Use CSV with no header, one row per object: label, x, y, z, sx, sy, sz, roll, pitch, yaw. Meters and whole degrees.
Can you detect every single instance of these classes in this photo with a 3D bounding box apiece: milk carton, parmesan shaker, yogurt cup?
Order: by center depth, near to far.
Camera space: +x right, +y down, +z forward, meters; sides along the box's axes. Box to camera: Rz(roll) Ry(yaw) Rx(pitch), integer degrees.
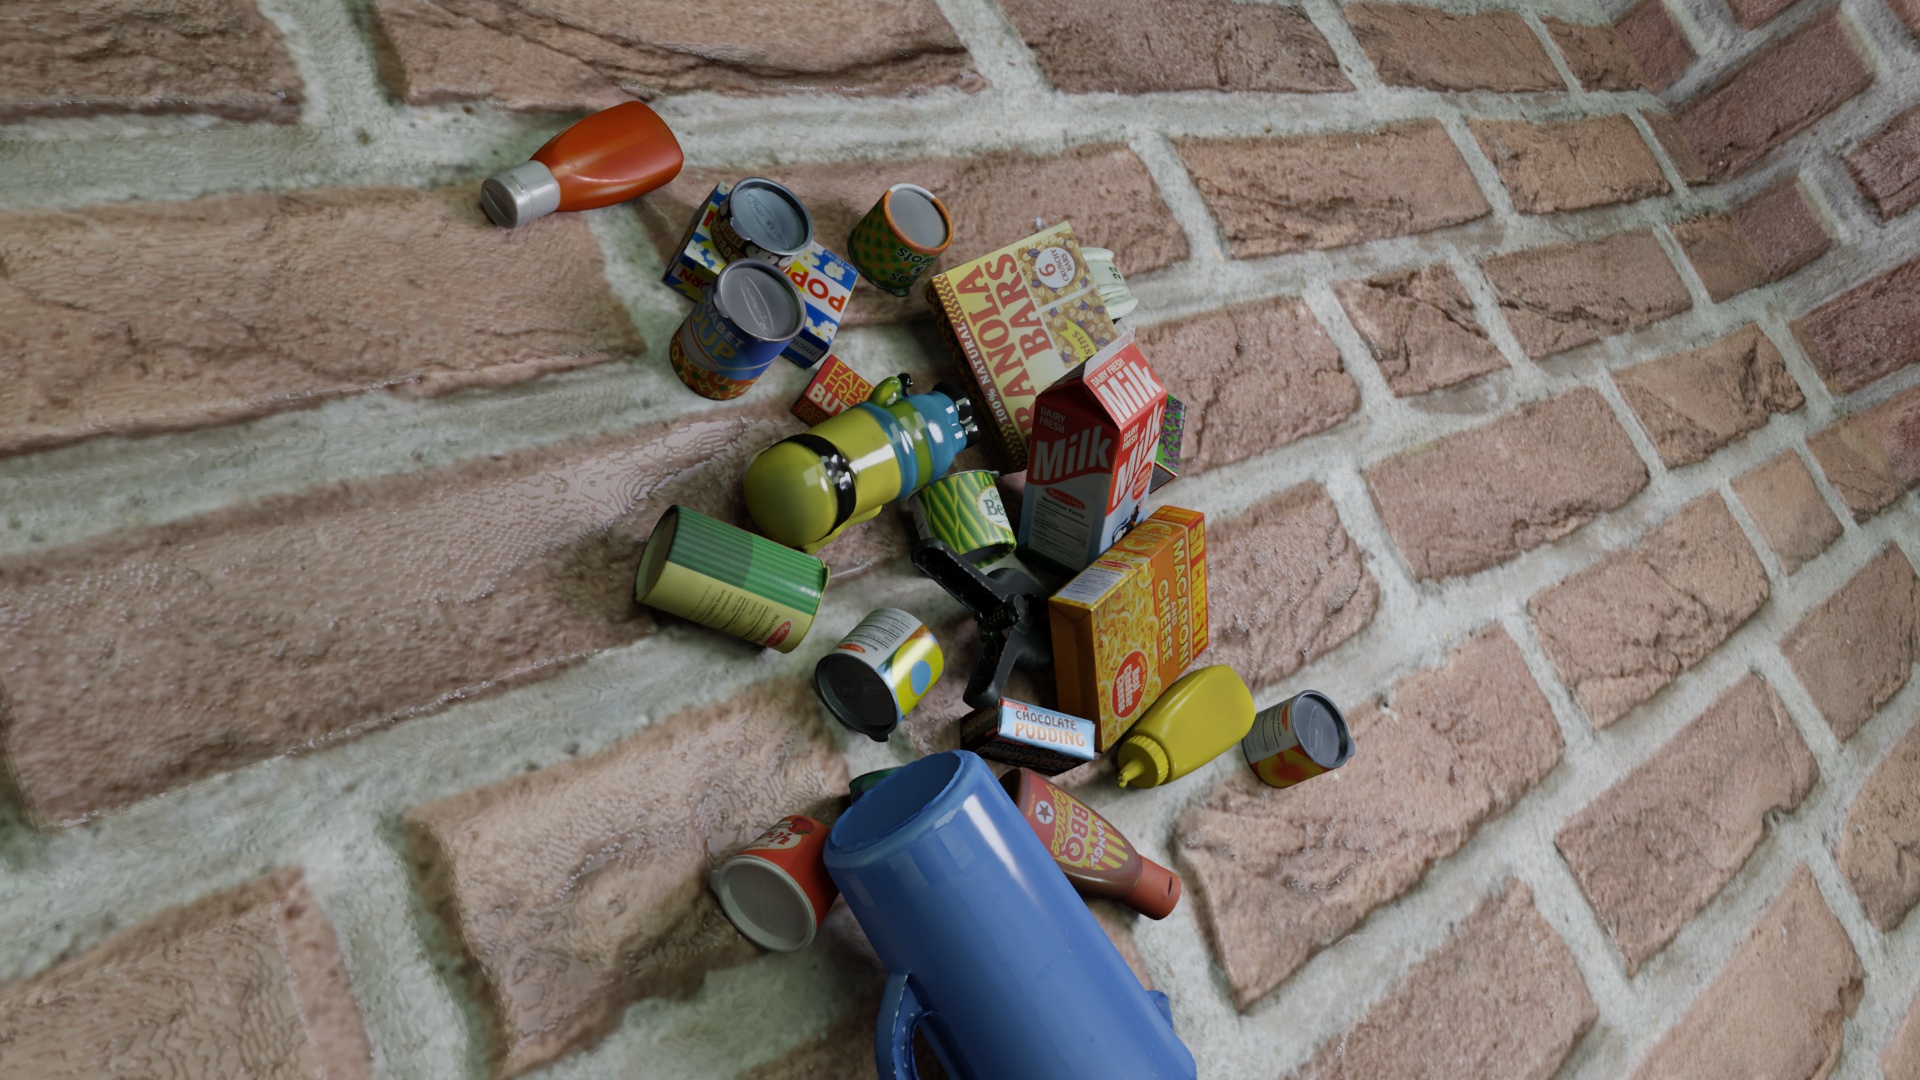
yogurt cup,-0.102,0.200,0.820,0.072,0.072,0.054,50,39,-3
parmesan shaker,-0.145,0.023,0.882,0.103,0.071,0.071,23,53,-25
milk carton,0.098,-0.064,1.030,0.073,0.189,0.073,26,42,24

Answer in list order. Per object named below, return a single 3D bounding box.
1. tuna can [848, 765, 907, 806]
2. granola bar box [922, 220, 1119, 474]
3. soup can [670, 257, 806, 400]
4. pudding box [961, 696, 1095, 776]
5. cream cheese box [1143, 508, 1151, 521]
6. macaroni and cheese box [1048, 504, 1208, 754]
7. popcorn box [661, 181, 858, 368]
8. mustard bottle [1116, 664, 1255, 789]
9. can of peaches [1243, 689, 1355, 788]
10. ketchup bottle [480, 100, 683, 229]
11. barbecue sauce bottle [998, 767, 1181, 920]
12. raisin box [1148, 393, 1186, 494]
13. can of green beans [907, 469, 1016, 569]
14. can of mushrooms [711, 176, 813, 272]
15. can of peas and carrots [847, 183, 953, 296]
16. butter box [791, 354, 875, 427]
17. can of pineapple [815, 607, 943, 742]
tuna can,-0.035,0.166,0.883,0.071,0.070,0.033,7,63,-34
granola bar box,0.060,-0.152,1.102,0.124,0.039,0.165,-25,94,-13
soup can,-0.157,-0.145,0.960,0.071,0.083,0.071,18,55,-28
pudding box,0.048,0.138,0.976,0.084,0.049,0.030,19,57,-28
cream cheese box,0.137,0.021,1.128,0.053,0.024,0.104,49,47,-3
macaroni and cheese box,0.130,0.062,1.044,0.167,0.040,0.123,-36,128,-44
popcorn box,-0.145,-0.196,1.029,0.126,0.038,0.085,31,51,-20
mustard bottle,0.162,0.149,1.057,0.161,0.048,0.065,-26,85,-42
can of peaches,0.274,0.163,1.127,0.071,0.057,0.071,19,55,-29
ketchup bottle,-0.265,-0.260,0.972,0.064,0.043,0.149,50,47,-1
barbecue sauce bottle,0.086,0.217,0.964,0.148,0.043,0.065,32,48,-19
raisin box,0.131,-0.108,1.187,0.123,0.040,0.086,30,52,-22
can of green beans,0.001,-0.012,1.015,0.071,0.071,0.058,-6,70,-39
can of mushrooms,-0.144,-0.223,0.995,0.071,0.033,0.071,18,55,-29
can of peas and carrots,-0.047,-0.241,1.116,0.071,0.058,0.071,18,56,-28
butter box,-0.071,-0.087,1.033,0.103,0.024,0.053,38,48,-14
can of pineapple,-0.053,0.088,0.919,0.071,0.070,0.058,50,47,-3
